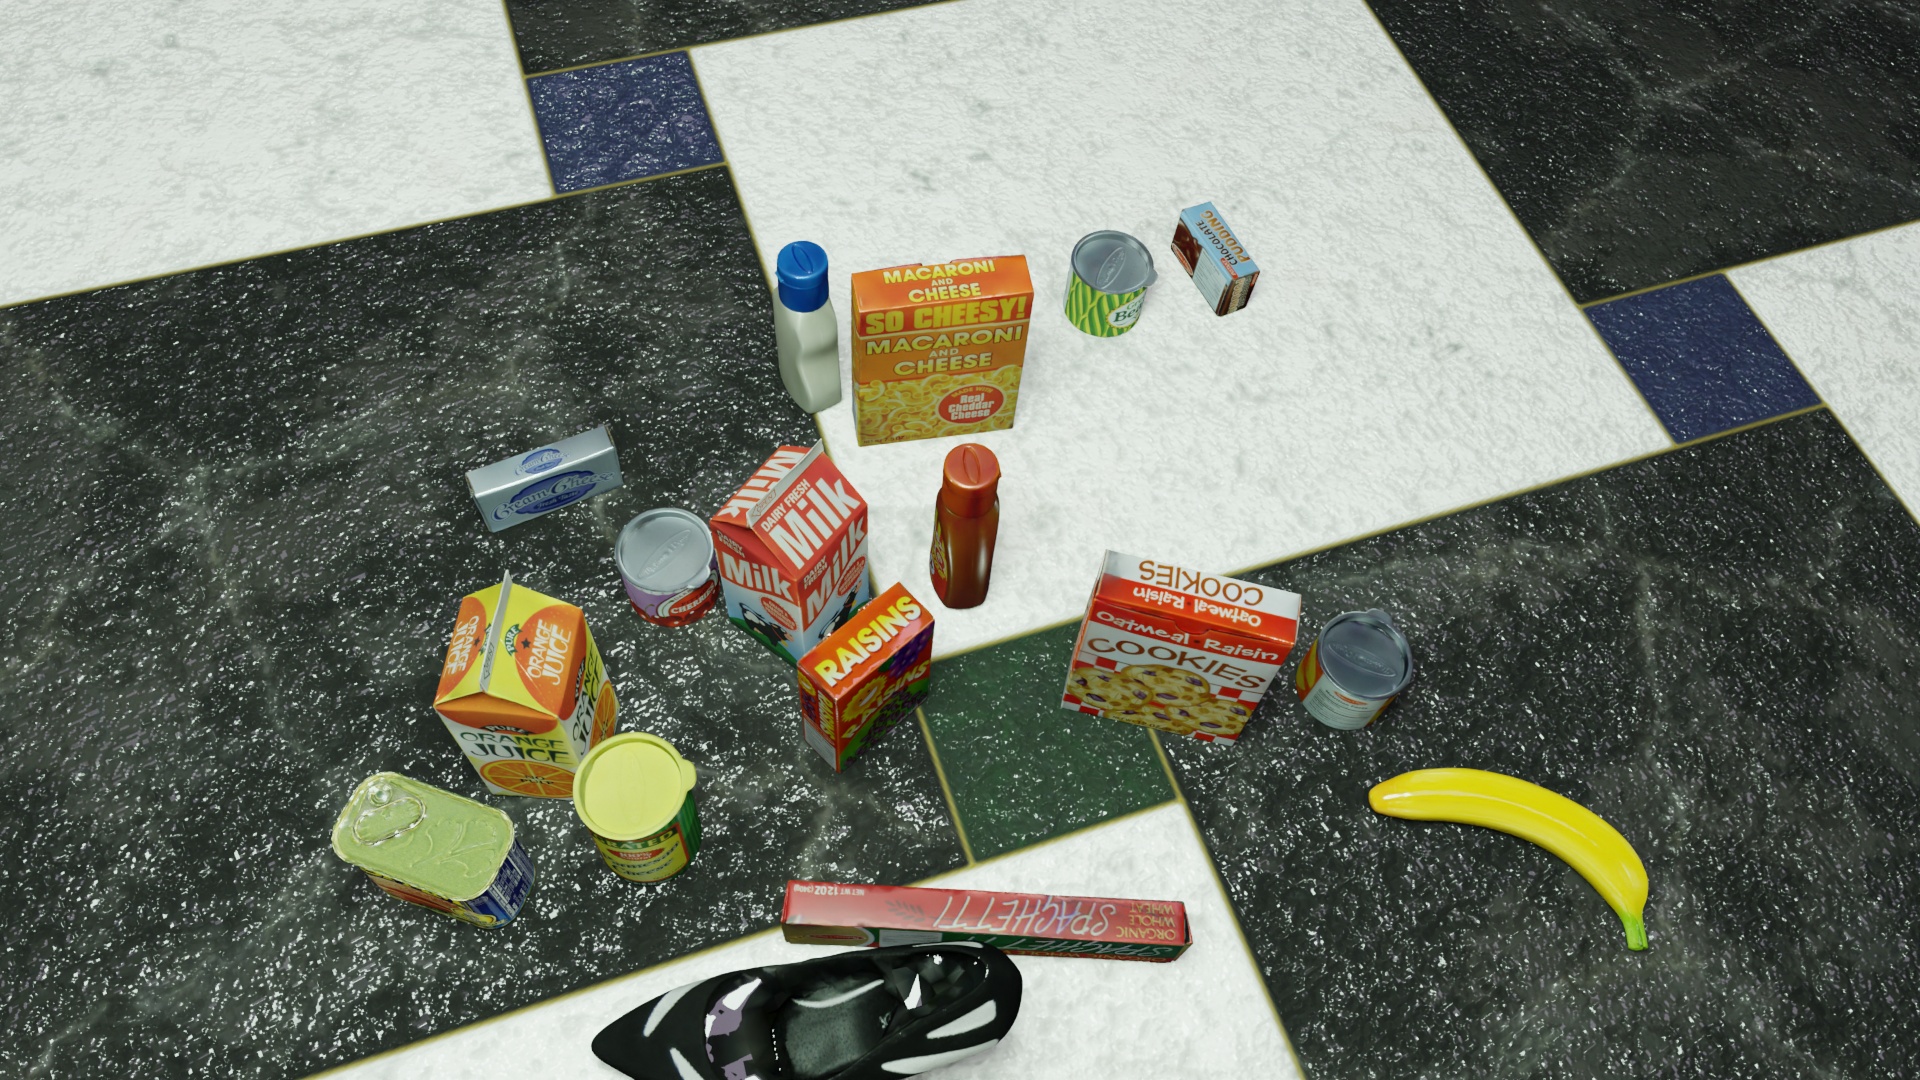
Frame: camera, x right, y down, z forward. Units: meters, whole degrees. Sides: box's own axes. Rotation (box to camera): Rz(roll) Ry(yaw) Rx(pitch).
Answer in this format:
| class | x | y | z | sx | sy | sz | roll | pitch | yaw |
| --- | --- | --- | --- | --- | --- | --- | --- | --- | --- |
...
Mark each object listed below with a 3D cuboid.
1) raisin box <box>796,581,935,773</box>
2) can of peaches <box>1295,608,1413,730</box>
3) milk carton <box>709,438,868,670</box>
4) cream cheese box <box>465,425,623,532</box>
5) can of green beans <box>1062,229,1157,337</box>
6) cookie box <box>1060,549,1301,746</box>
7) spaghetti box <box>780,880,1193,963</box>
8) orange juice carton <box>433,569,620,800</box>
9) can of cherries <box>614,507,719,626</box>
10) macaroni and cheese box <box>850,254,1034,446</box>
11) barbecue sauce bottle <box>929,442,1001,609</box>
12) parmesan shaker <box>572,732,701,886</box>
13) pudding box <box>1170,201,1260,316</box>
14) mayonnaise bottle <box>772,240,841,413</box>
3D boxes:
| class | x | y | z | sx | sy | sz | roll | pitch | yaw |
| --- | --- | --- | --- | --- | --- | --- | --- | --- | --- |
| raisin box | -0.061 | 0.090 | 0.901 | 0.086 | 0.122 | 0.040 | -38 | 70 | -22 |
| can of peaches | 0.273 | 0.089 | 0.964 | 0.071 | 0.057 | 0.071 | 2 | 60 | -3 |
| milk carton | -0.109 | 0.008 | 0.907 | 0.073 | 0.189 | 0.072 | 33 | 63 | 14 |
| cream cheese box | -0.298 | -0.044 | 1.002 | 0.104 | 0.053 | 0.024 | -22 | 64 | -16 |
| can of green beans | 0.119 | -0.207 | 1.125 | 0.071 | 0.057 | 0.071 | 2 | 60 | -3 |
| cookie box | 0.137 | 0.075 | 0.900 | 0.123 | 0.166 | 0.040 | 13 | 60 | 3 |
| spaghetti box | 0.016 | 0.238 | 0.863 | 0.250 | 0.050 | 0.029 | 4 | 60 | -2 |
| orange juice carton | -0.263 | 0.093 | 0.845 | 0.073 | 0.191 | 0.072 | 5 | 60 | -1 |
| can of cherries | -0.202 | 0.021 | 0.968 | 0.071 | 0.058 | 0.072 | 2 | 60 | -3 |
| macaroni and cheese box | -0.017 | -0.136 | 1.011 | 0.124 | 0.165 | 0.040 | -8 | 61 | -9 |
| barbecue sauce bottle | 0.003 | -0.012 | 0.951 | 0.044 | 0.147 | 0.065 | -6 | 61 | -8 |
| parmesan shaker | -0.194 | 0.168 | 0.858 | 0.071 | 0.102 | 0.071 | 2 | 60 | -3 |
| pudding box | 0.210 | -0.234 | 1.152 | 0.030 | 0.049 | 0.084 | -21 | 64 | -15 |
| mayonnaise bottle | -0.114 | -0.159 | 1.028 | 0.041 | 0.147 | 0.065 | -24 | 65 | -16 |
